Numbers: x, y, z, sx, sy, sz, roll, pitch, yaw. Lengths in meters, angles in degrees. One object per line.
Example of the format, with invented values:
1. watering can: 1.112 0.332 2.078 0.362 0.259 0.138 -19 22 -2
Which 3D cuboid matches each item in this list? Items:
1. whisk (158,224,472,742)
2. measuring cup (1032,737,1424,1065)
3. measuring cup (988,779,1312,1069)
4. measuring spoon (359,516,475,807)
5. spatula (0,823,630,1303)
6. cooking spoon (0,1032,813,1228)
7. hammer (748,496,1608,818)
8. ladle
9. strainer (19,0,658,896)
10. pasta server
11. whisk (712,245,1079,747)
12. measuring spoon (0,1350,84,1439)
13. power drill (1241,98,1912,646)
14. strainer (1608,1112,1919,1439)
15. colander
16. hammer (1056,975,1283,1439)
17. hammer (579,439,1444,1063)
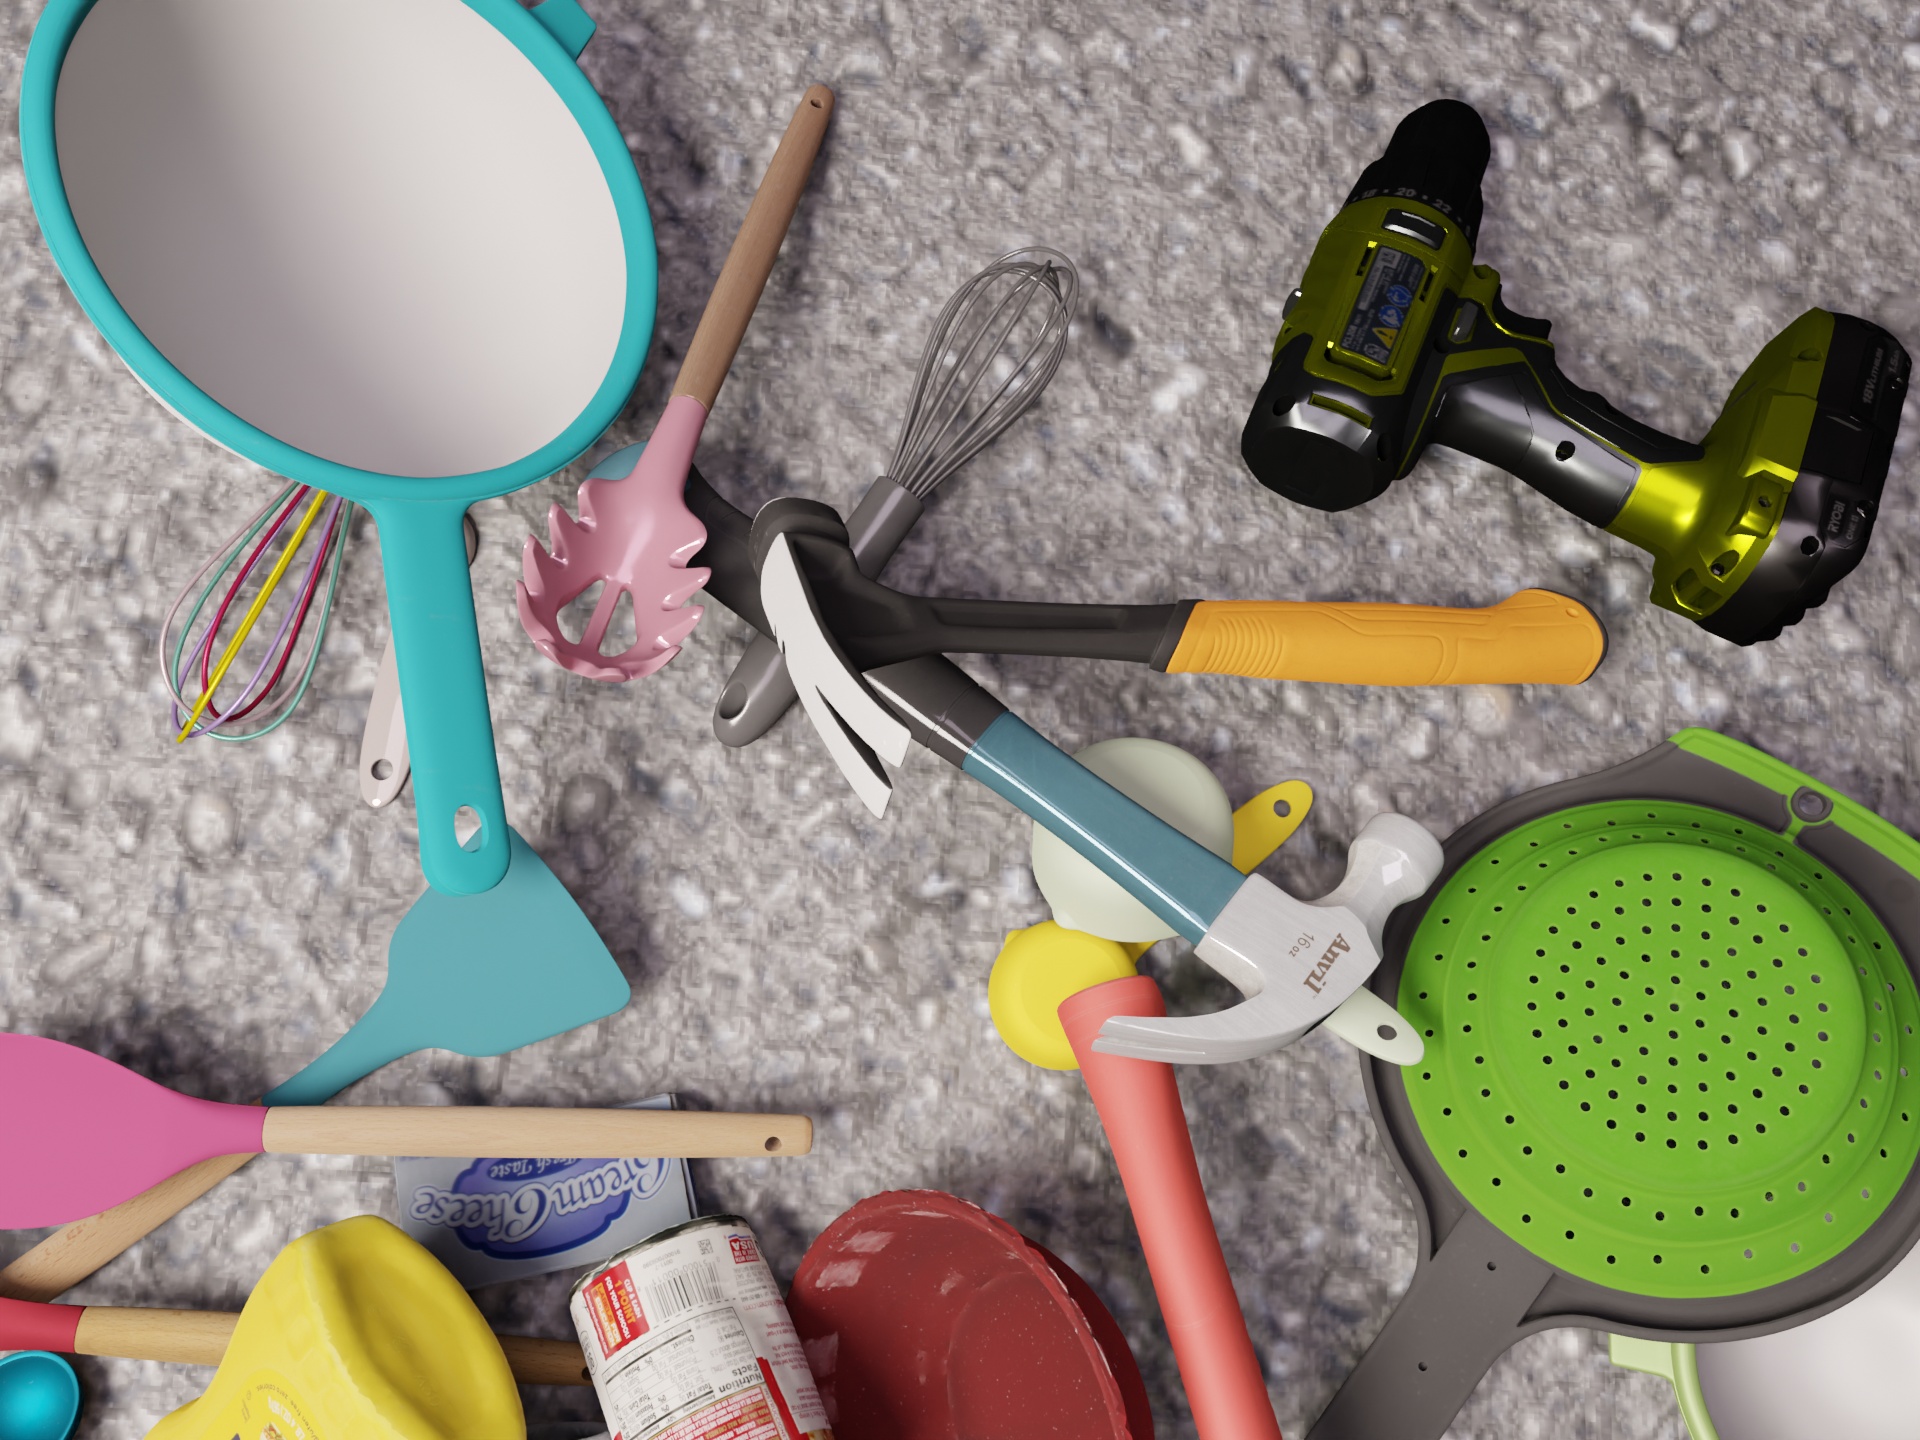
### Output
1. whisk: -0.240 -0.099 0.619 0.051 0.047 0.245 22 74 3
2. measuring cup: 0.096 0.063 0.570 0.168 0.038 0.083 35 61 30
3. measuring cup: 0.078 0.072 0.605 0.156 0.029 0.062 -39 82 -9
4. measuring spoon: -0.215 -0.028 0.616 0.034 0.018 0.124 8 78 -2
5. spatula: -0.268 0.155 0.559 0.317 0.044 0.082 -36 97 -9
6. cooking spoon: -0.211 0.141 0.546 0.319 0.017 0.068 3 97 -6
7. hammer: 0.100 -0.025 0.561 0.336 0.034 0.127 0 40 -25
8. ladle: -0.270 0.210 0.541 0.315 0.031 0.069 8 92 -10
9. strainer: -0.211 -0.105 0.559 0.211 0.095 0.340 -6 85 -42
10. pasta server: -0.091 -0.140 0.593 0.060 0.040 0.316 23 58 -12
11. whisk: -0.027 -0.090 0.629 0.055 0.055 0.239 33 82 4
12. measuring spoon: -0.302 0.272 0.525 0.042 0.021 0.129 -22 58 -16
13. power drill: 0.245 -0.144 0.640 0.228 0.080 0.191 24 69 5
14. strainer: 0.358 0.265 0.538 0.151 0.069 0.257 -39 65 1
15. colander: 0.189 0.169 0.535 0.205 0.094 0.397 35 85 25
16. hammer: 0.092 0.250 0.477 0.036 0.149 0.359 -23 65 15
17. hammer: -0.001 -0.002 0.564 0.331 0.033 0.128 36 65 14
